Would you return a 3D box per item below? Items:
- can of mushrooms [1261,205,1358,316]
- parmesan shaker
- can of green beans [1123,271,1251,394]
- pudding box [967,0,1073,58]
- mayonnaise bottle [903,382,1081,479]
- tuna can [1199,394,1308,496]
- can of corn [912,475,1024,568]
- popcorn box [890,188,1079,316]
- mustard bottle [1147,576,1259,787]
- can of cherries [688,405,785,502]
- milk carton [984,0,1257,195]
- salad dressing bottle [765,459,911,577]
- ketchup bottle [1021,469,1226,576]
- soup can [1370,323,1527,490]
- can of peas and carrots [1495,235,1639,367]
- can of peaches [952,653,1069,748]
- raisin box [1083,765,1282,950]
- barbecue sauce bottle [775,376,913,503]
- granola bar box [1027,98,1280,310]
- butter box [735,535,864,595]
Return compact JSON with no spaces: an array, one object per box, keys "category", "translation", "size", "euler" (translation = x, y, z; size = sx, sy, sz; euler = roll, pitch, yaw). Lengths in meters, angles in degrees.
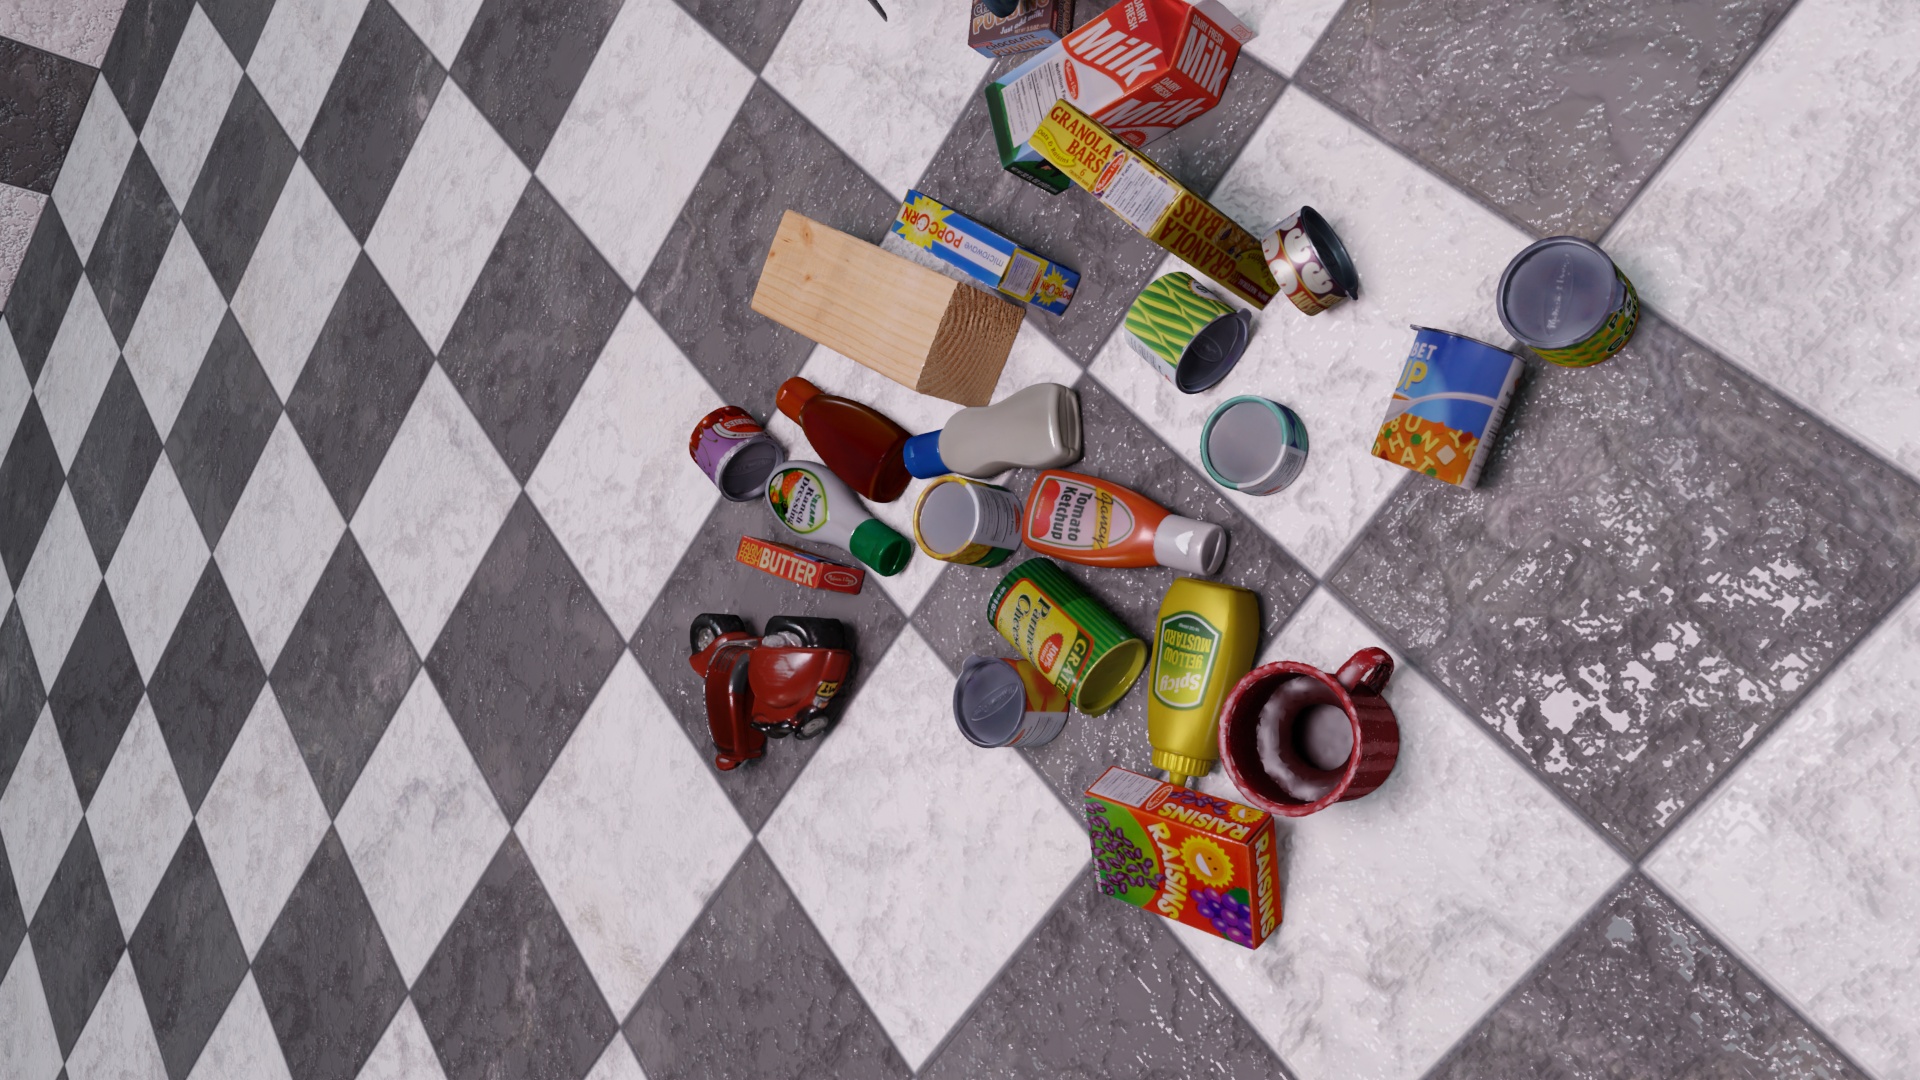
[{"category":"can of mushrooms","translation":[0.230,-0.181,0.910],"size":[0.033,0.071,0.071],"euler":[-30,66,32]},{"category":"parmesan shaker","translation":[0.074,0.069,0.996],"size":[0.103,0.071,0.071],"euler":[42,109,34]},{"category":"can of green beans","translation":[0.156,-0.144,0.962],"size":[0.058,0.071,0.071],"euler":[47,112,33]},{"category":"pudding box","translation":[0.048,-0.419,1.109],"size":[0.083,0.030,0.049],"euler":[5,86,38]},{"category":"mayonnaise bottle","translation":[0.023,-0.077,1.073],"size":[0.148,0.041,0.065],"euler":[-11,76,38]},{"category":"tuna can","translation":[0.197,-0.066,0.940],"size":[0.071,0.033,0.071],"euler":[-6,80,37]},{"category":"can of corn","translation":[0.004,-0.013,1.066],"size":[0.071,0.058,0.071],"euler":[-6,79,37]},{"category":"popcorn box","translation":[0.019,-0.221,1.067],"size":[0.127,0.085,0.038],"euler":[36,107,35]},{"category":"mustard bottle","translation":[0.157,0.107,0.935],"size":[0.065,0.049,0.160],"euler":[10,89,42]},{"category":"can of cherries","translation":[-0.197,-0.079,1.227],"size":[0.058,0.071,0.071],"euler":[45,111,34]},{"category":"milk carton","translation":[0.117,-0.335,1.017],"size":[0.190,0.072,0.073],"euler":[-22,70,35]},{"category":"salad dressing bottle","translation":[-0.102,-0.018,1.158],"size":[0.148,0.044,0.064],"euler":[32,106,36]},{"category":"ketchup bottle","translation":[0.116,-0.008,0.988],"size":[0.149,0.043,0.064],"euler":[15,87,38]},{"category":"soup can","translation":[0.293,-0.081,0.845],"size":[0.071,0.071,0.083],"euler":[26,100,37]},{"category":"can of peas and carrots","translation":[0.357,-0.138,0.809],"size":[0.071,0.059,0.071],"euler":[-6,81,37]},{"category":"can of peaches","translation":[0.037,0.117,1.022],"size":[0.071,0.058,0.071],"euler":[-6,80,38]},{"category":"raisin box","translation":[0.146,0.207,0.915],"size":[0.123,0.040,0.085],"euler":[11,120,39]},{"category":"barbecue sauce bottle","translation":[-0.100,-0.091,1.168],"size":[0.149,0.044,0.064],"euler":[37,106,36]},{"category":"granola bar box","translation":[0.137,-0.222,0.926],"size":[0.124,0.165,0.039],"euler":[47,110,32]},{"category":"butter box","translation":[-0.136,0.021,1.174],"size":[0.103,0.053,0.024],"euler":[17,92,38]}]
